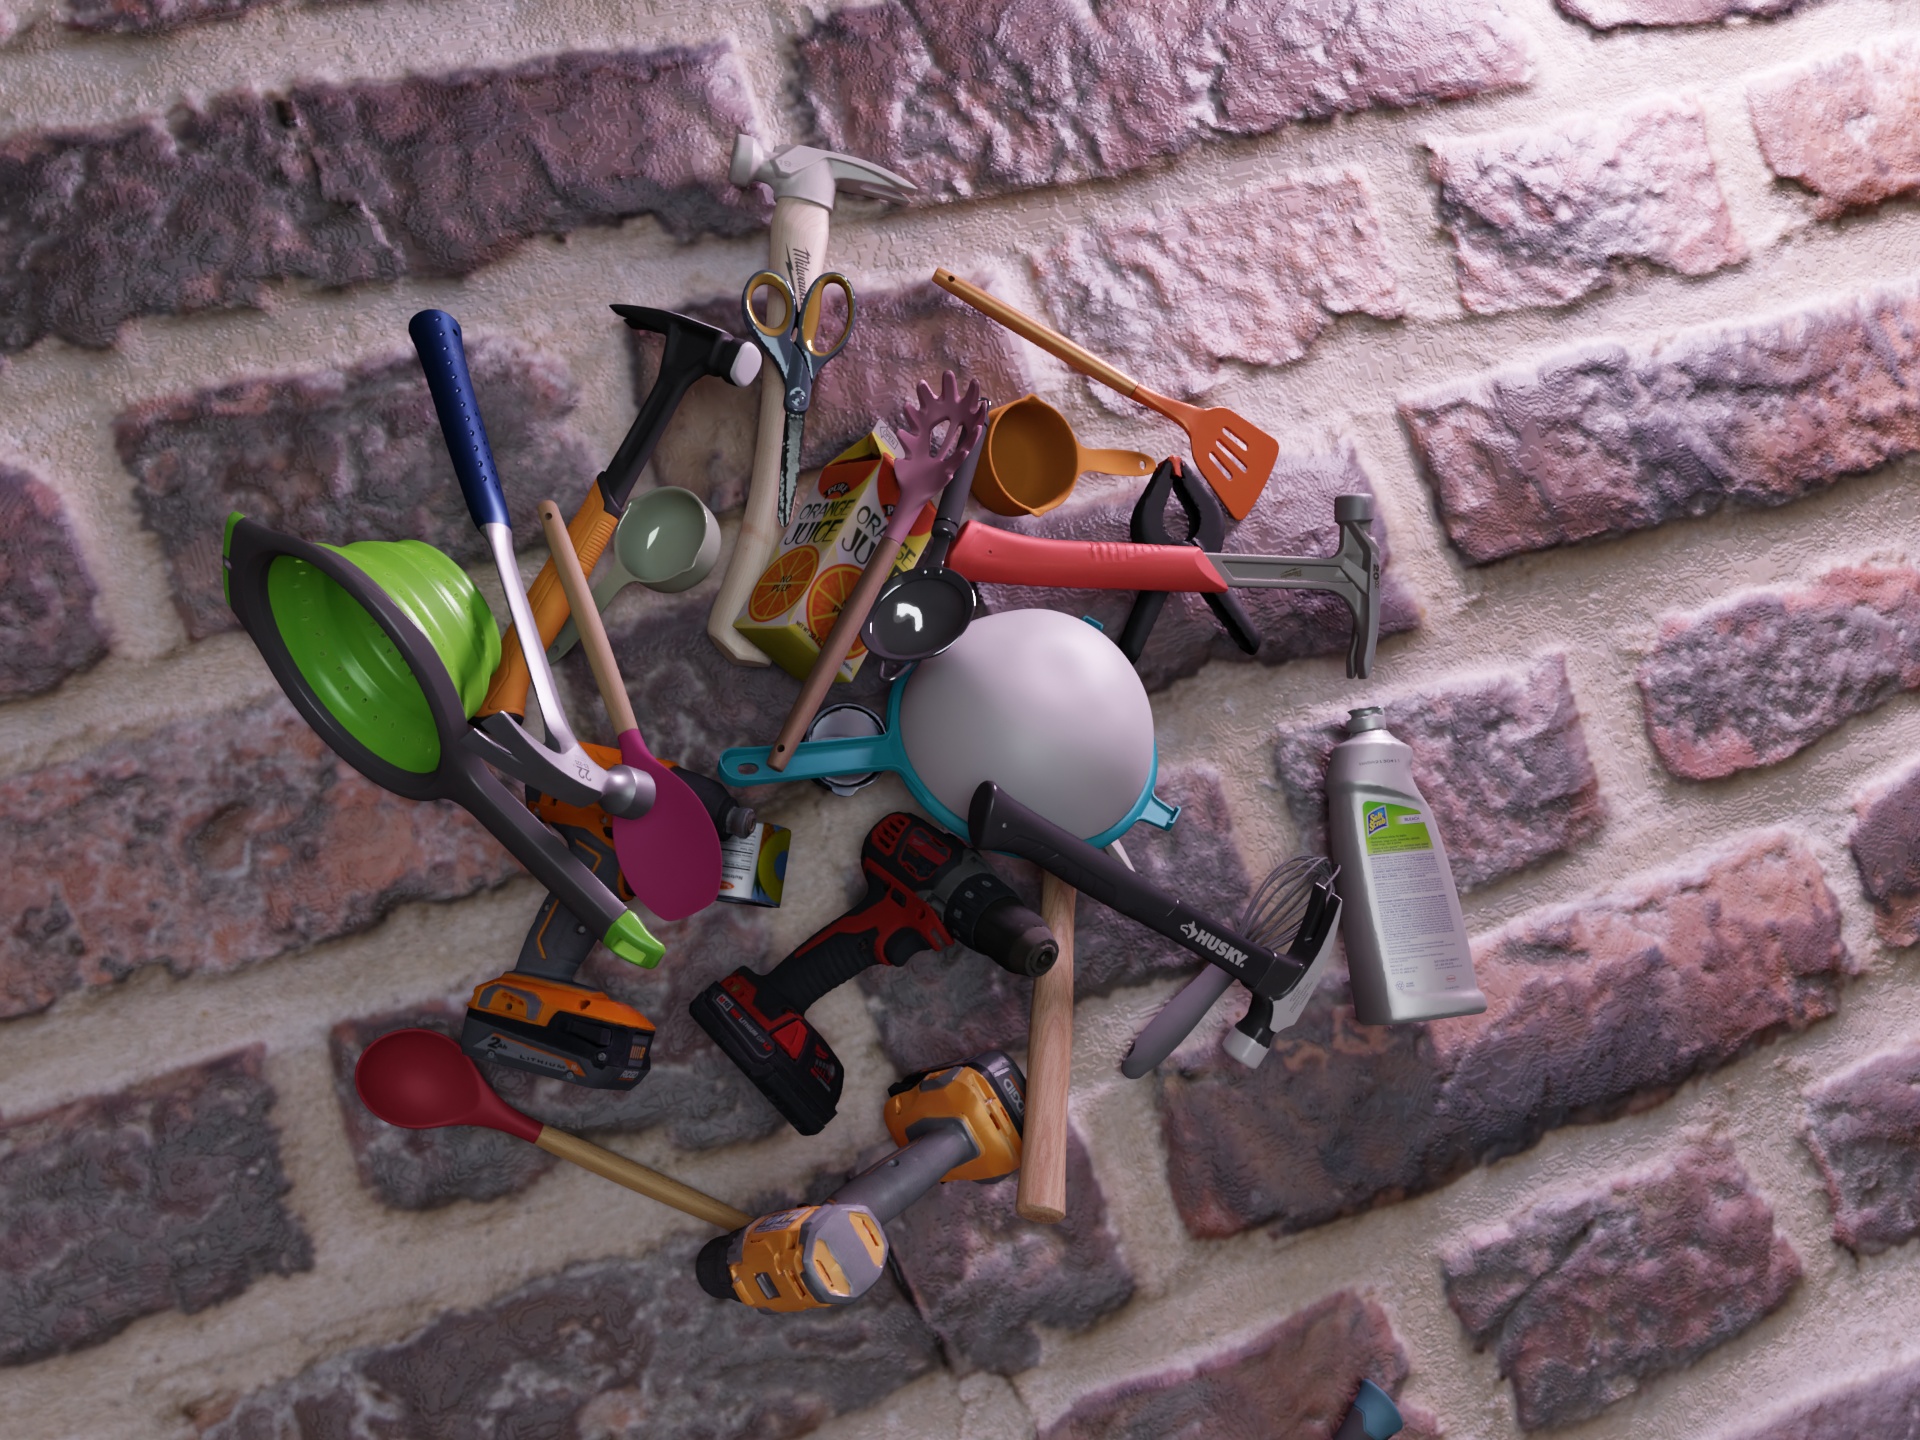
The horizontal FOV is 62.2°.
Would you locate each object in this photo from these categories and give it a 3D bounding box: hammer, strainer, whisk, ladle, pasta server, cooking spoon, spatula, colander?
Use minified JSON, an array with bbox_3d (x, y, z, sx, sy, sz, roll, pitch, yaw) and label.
[{"bbox_3d":[-0.127,-0.242,1.221,0.146,0.038,0.411,8,81,-14],"label":"hammer"},{"bbox_3d":[-0.002,-0.004,1.138,0.340,0.095,0.211,-6,58,-22],"label":"strainer"},{"bbox_3d":[-0.273,-0.145,1.156,0.127,0.034,0.337,24,82,24],"label":"hammer"},{"bbox_3d":[0.211,0.191,1.239,0.239,0.055,0.055,-44,94,-11],"label":"whisk"},{"bbox_3d":[0.068,0.192,1.139,0.130,0.031,0.332,26,50,-27],"label":"hammer"},{"bbox_3d":[-0.012,-0.130,1.153,0.087,0.050,0.259,4,64,24],"label":"strainer"},{"bbox_3d":[-0.313,-0.121,1.067,0.035,0.144,0.406,-32,63,17],"label":"hammer"},{"bbox_3d":[-0.271,0.299,1.113,0.315,0.031,0.069,28,86,-11],"label":"ladle"},{"bbox_3d":[-0.062,-0.106,1.121,0.060,0.040,0.316,21,73,16],"label":"pasta server"},{"bbox_3d":[-0.235,-0.014,1.086,0.069,0.017,0.319,-24,74,3],"label":"cooking spoon"},{"bbox_3d":[0.139,0.128,1.146,0.334,0.035,0.146,32,93,-28],"label":"hammer"},{"bbox_3d":[0.160,-0.109,1.237,0.359,0.037,0.149,0,92,-15],"label":"hammer"},{"bbox_3d":[0.234,0.648,1.187,0.128,0.033,0.331,39,75,-7],"label":"hammer"},{"bbox_3d":[0.117,-0.277,1.295,0.322,0.041,0.081,30,76,-4],"label":"spatula"},{"bbox_3d":[-0.319,0.002,1.059,0.397,0.204,0.094,43,51,5],"label":"colander"}]

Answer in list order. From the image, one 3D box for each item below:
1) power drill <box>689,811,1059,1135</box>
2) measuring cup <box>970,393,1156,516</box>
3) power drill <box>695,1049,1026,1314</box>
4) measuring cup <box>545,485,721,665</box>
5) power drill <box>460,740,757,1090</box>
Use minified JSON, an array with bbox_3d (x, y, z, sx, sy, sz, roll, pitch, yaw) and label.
[{"bbox_3d":[-0.056,0.178,1.110,0.227,0.188,0.080,-43,133,-14],"label":"power drill"},{"bbox_3d":[0.077,-0.204,1.264,0.173,0.052,0.095,-2,89,-36],"label":"measuring cup"},{"bbox_3d":[-0.069,0.325,1.097,0.226,0.185,0.084,-31,91,-41],"label":"power drill"},{"bbox_3d":[-0.244,-0.098,1.171,0.167,0.038,0.083,-46,64,3],"label":"measuring cup"},{"bbox_3d":[-0.239,0.133,1.094,0.164,0.084,0.226,10,78,14],"label":"power drill"}]
